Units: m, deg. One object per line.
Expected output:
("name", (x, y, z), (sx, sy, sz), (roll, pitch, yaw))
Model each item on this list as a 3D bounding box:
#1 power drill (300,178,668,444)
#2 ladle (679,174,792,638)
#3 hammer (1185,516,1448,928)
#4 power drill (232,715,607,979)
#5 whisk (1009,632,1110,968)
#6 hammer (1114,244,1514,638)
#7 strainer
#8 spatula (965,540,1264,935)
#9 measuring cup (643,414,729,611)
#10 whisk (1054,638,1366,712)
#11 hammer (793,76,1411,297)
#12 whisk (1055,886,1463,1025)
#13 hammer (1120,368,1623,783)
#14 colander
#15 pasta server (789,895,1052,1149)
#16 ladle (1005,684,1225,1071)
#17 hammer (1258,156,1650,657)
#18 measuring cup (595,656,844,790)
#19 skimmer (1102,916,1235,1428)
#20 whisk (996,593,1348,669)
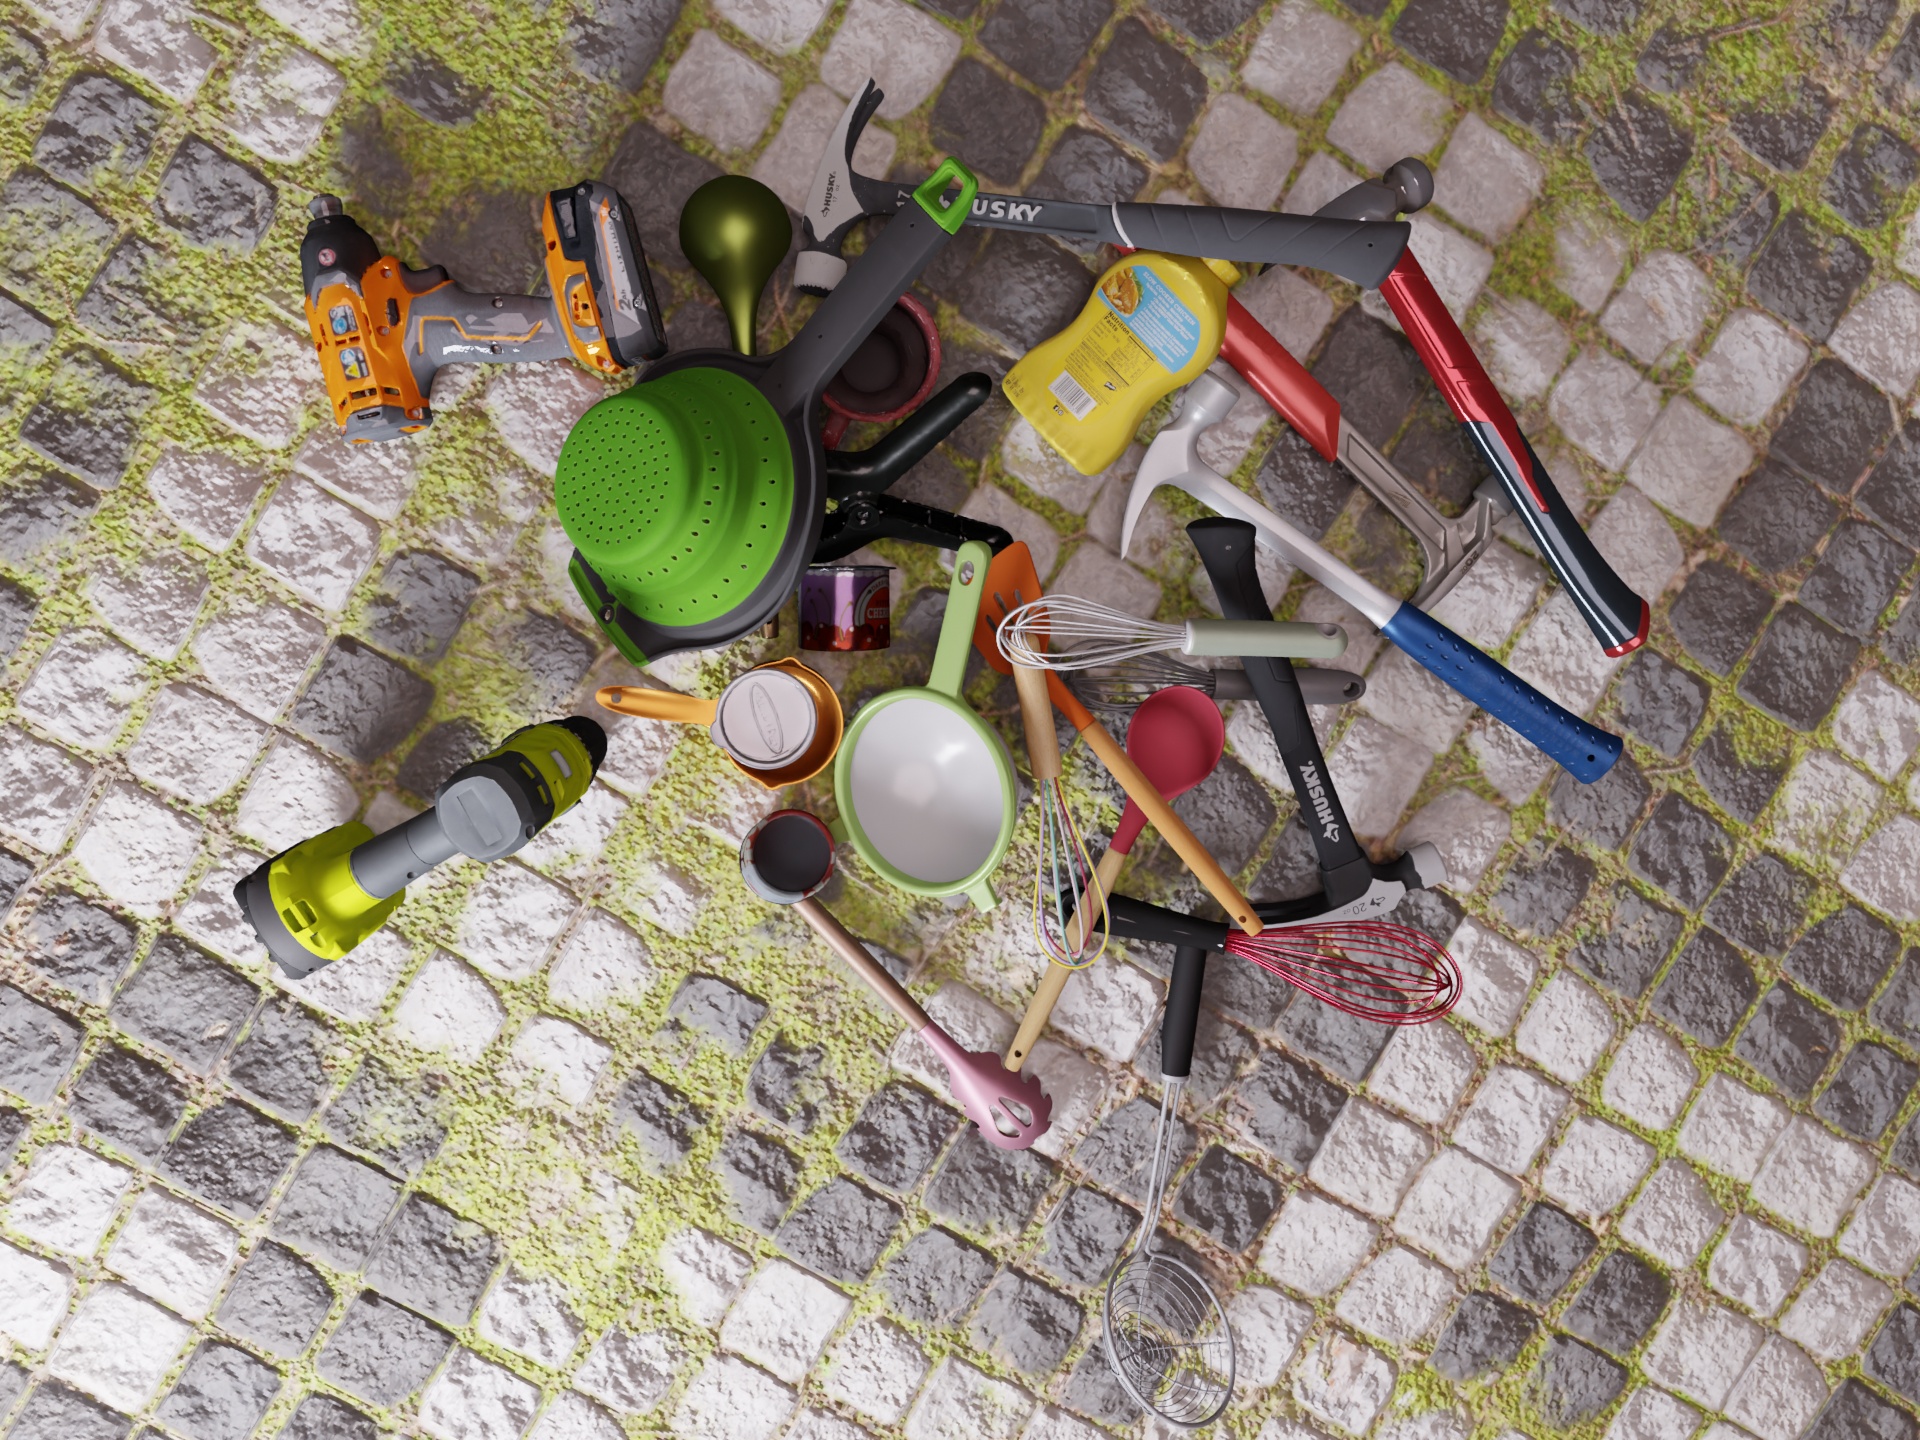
("power drill", (-0.327, -0.291, 1.070), (0.226, 0.084, 0.164), (-14, 97, 0))
("ladle", (-0.147, -0.217, 1.122), (0.078, 0.062, 0.320), (-4, 104, -3))
("hammer", (0.232, 0.005, 1.146), (0.146, 0.035, 0.334), (-23, 110, 5))
("power drill", (-0.349, 0.073, 1.072), (0.228, 0.190, 0.080), (-28, 99, 12))
("whisk", (0.061, 0.060, 1.113), (0.047, 0.051, 0.245), (-4, 103, 32))
("hammer", (0.240, -0.227, 1.157), (0.359, 0.037, 0.149), (42, 91, -9))
("strainer", (-0.002, -0.004, 1.123), (0.151, 0.069, 0.256), (21, 109, 28))
("spatula", (0.109, 0.020, 1.123), (0.081, 0.041, 0.322), (-41, 87, 29))
("measuring cup", (-0.201, -0.149, 1.131), (0.062, 0.029, 0.156), (-13, 86, -4))
("whisk", (0.186, -0.030, 1.172), (0.239, 0.055, 0.055), (2, 96, -10))
("hammer", (0.090, -0.337, 1.060), (0.409, 0.036, 0.149), (11, 91, 16))
("whisk", (0.213, 0.162, 1.156), (0.296, 0.073, 0.073), (11, 96, 14))
("hammer", (0.298, -0.078, 1.147), (0.405, 0.035, 0.144), (34, 107, -4))
("colander", (-0.142, -0.207, 1.016), (0.397, 0.094, 0.205), (-46, 67, 18))
("pasta server", (-0.046, 0.206, 1.184), (0.060, 0.040, 0.316), (-44, 95, 0))
("ladle", (0.104, 0.118, 1.157), (0.069, 0.031, 0.315), (27, 99, 12))
("hammer", (0.367, -0.205, 1.139), (0.143, 0.038, 0.386), (-34, 93, -14))
("measuring cup", (-0.169, -0.007, 1.133), (0.173, 0.052, 0.095), (9, 96, -5))
("skimmer", (0.174, 0.334, 1.187), (0.127, 0.090, 0.363), (5, 94, -40))
("whisk", (0.145, -0.056, 1.075), (0.246, 0.058, 0.059), (1, 132, -10))
